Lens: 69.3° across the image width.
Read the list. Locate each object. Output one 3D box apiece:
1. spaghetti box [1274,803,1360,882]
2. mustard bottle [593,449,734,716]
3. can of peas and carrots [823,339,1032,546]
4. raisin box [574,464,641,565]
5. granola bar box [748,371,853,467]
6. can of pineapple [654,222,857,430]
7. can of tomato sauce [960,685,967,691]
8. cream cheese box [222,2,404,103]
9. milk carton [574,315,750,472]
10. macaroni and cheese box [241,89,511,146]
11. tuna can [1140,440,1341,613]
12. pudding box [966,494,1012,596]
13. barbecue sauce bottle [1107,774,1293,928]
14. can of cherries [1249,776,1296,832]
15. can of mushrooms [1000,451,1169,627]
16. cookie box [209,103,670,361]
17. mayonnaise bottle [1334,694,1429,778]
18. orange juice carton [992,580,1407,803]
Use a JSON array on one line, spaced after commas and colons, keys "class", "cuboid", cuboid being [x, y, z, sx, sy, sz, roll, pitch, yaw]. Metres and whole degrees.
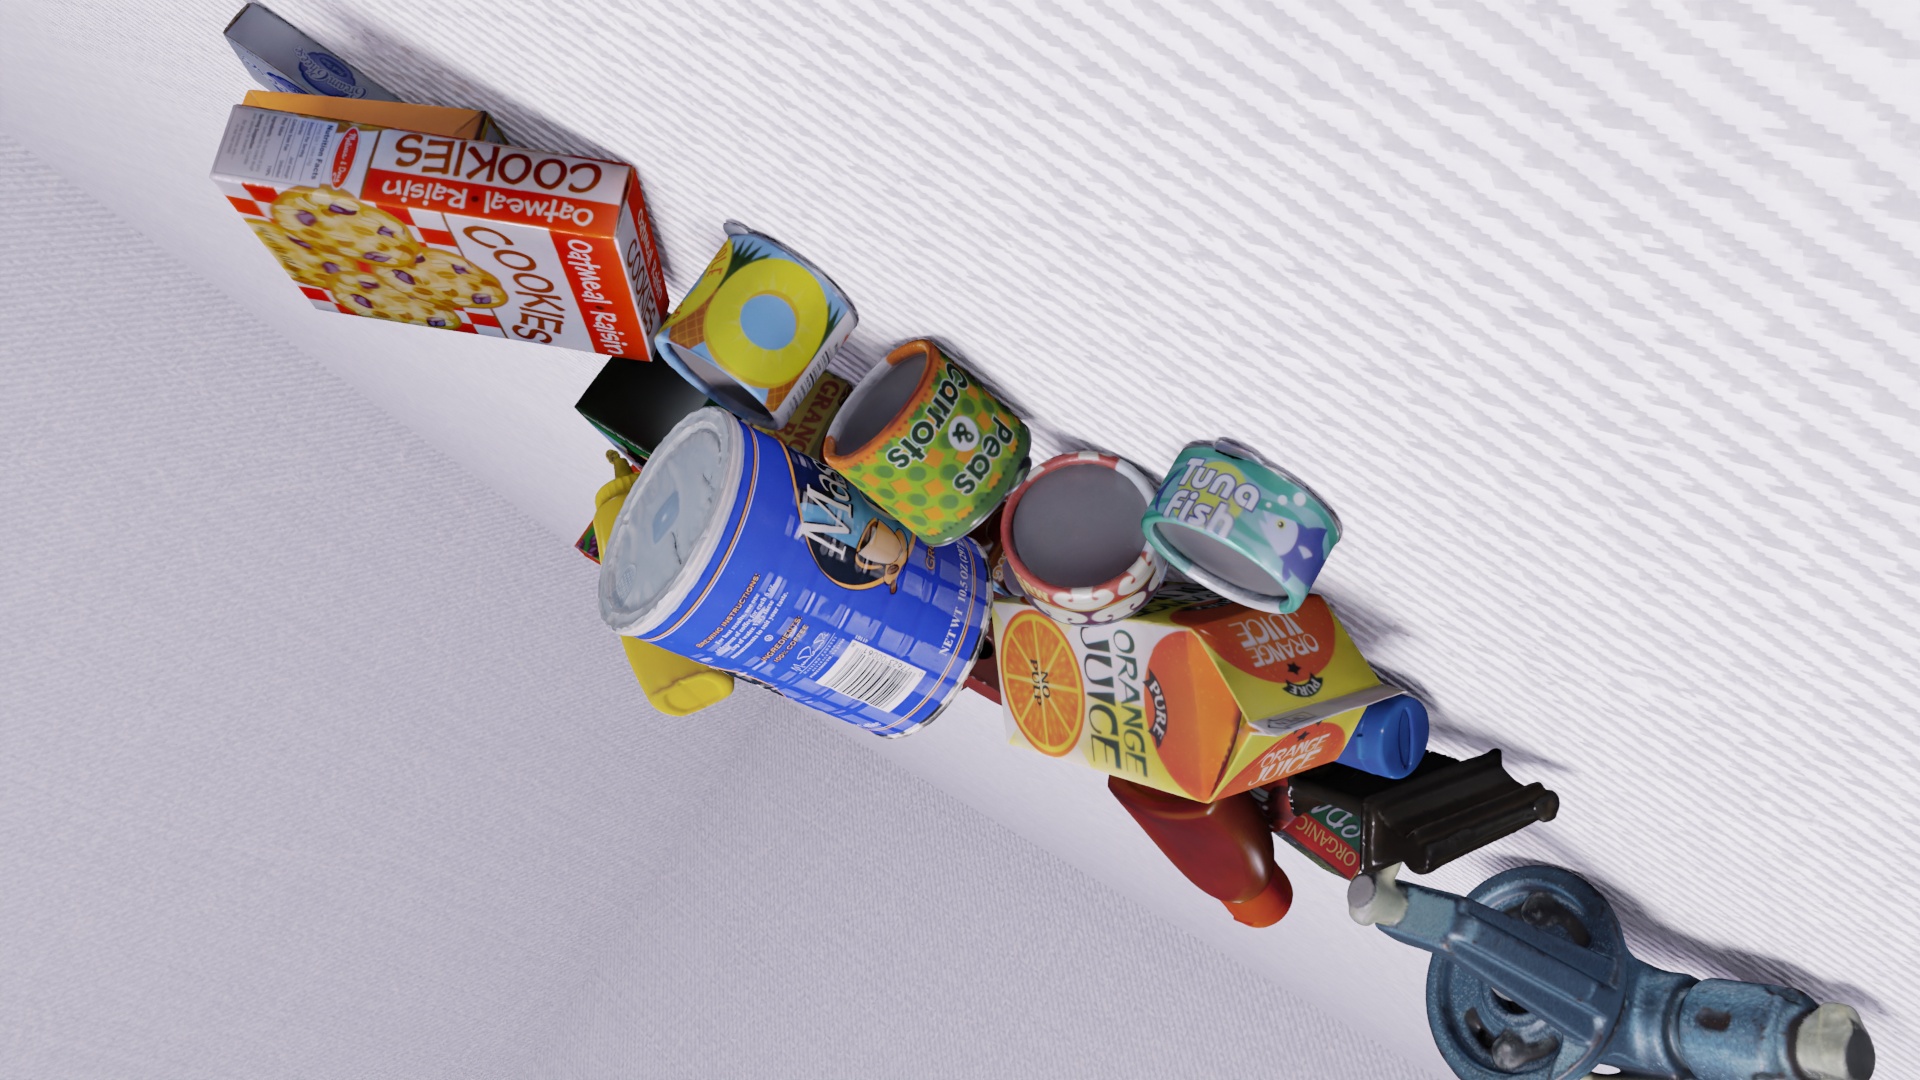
[{"class": "spaghetti box", "cuboid": [0.150, 0.114, 0.799, 0.250, 0.050, 0.028, 37, 168, -21]}, {"class": "mustard bottle", "cuboid": [-0.167, 0.014, 0.753, 0.065, 0.049, 0.161, 73, 175, -67]}, {"class": "can of peas and carrots", "cuboid": [-0.013, -0.040, 0.571, 0.058, 0.071, 0.071, 40, 166, -25]}, {"class": "raisin box", "cuboid": [-0.190, -0.022, 0.945, 0.086, 0.123, 0.040, 32, 168, 2]}, {"class": "granola bar box", "cuboid": [-0.085, -0.004, 0.747, 0.039, 0.124, 0.165, 22, 165, 16]}, {"class": "can of pineapple", "cuboid": [-0.088, -0.089, 0.588, 0.071, 0.058, 0.071, 31, 167, 8]}, {"class": "can of tomato sauce", "cuboid": [-0.022, 0.059, 0.972, 0.083, 0.071, 0.071, 40, 166, -26]}, {"class": "cream cheese box", "cuboid": [-0.319, -0.226, 0.712, 0.104, 0.024, 0.053, 34, 168, -6]}, {"class": "milk carton", "cuboid": [-0.141, -0.050, 0.832, 0.072, 0.073, 0.190, 29, 167, 23]}, {"class": "macaroni and cheese box", "cuboid": [-0.269, -0.160, 0.712, 0.124, 0.040, 0.166, 8, 163, 9]}, {"class": "tuna can", "cuboid": [0.100, -0.005, 0.504, 0.071, 0.033, 0.071, 31, 168, 8]}, {"class": "pudding box", "cuboid": [0.002, -0.009, 0.692, 0.084, 0.050, 0.030, 20, 163, 46]}, {"class": "barbecue sauce bottle", "cuboid": [0.129, 0.151, 0.702, 0.065, 0.044, 0.148, 10, 151, 39]}, {"class": "can of cherries", "cuboid": [0.156, 0.111, 0.729, 0.058, 0.071, 0.071, 32, 167, 3]}, {"class": "can of mushrooms", "cuboid": [0.049, 0.000, 0.564, 0.071, 0.071, 0.033, 27, 165, 23]}, {"class": "cookie box", "cuboid": [-0.225, -0.136, 0.630, 0.167, 0.040, 0.122, 8, 162, -2]}, {"class": "mayonnaise bottle", "cuboid": [0.145, 0.075, 0.647, 0.148, 0.041, 0.064, 12, 113, 51]}, {"class": "orange juice carton", "cuboid": [0.095, 0.061, 0.599, 0.072, 0.073, 0.192, -10, -173, -30]}]
